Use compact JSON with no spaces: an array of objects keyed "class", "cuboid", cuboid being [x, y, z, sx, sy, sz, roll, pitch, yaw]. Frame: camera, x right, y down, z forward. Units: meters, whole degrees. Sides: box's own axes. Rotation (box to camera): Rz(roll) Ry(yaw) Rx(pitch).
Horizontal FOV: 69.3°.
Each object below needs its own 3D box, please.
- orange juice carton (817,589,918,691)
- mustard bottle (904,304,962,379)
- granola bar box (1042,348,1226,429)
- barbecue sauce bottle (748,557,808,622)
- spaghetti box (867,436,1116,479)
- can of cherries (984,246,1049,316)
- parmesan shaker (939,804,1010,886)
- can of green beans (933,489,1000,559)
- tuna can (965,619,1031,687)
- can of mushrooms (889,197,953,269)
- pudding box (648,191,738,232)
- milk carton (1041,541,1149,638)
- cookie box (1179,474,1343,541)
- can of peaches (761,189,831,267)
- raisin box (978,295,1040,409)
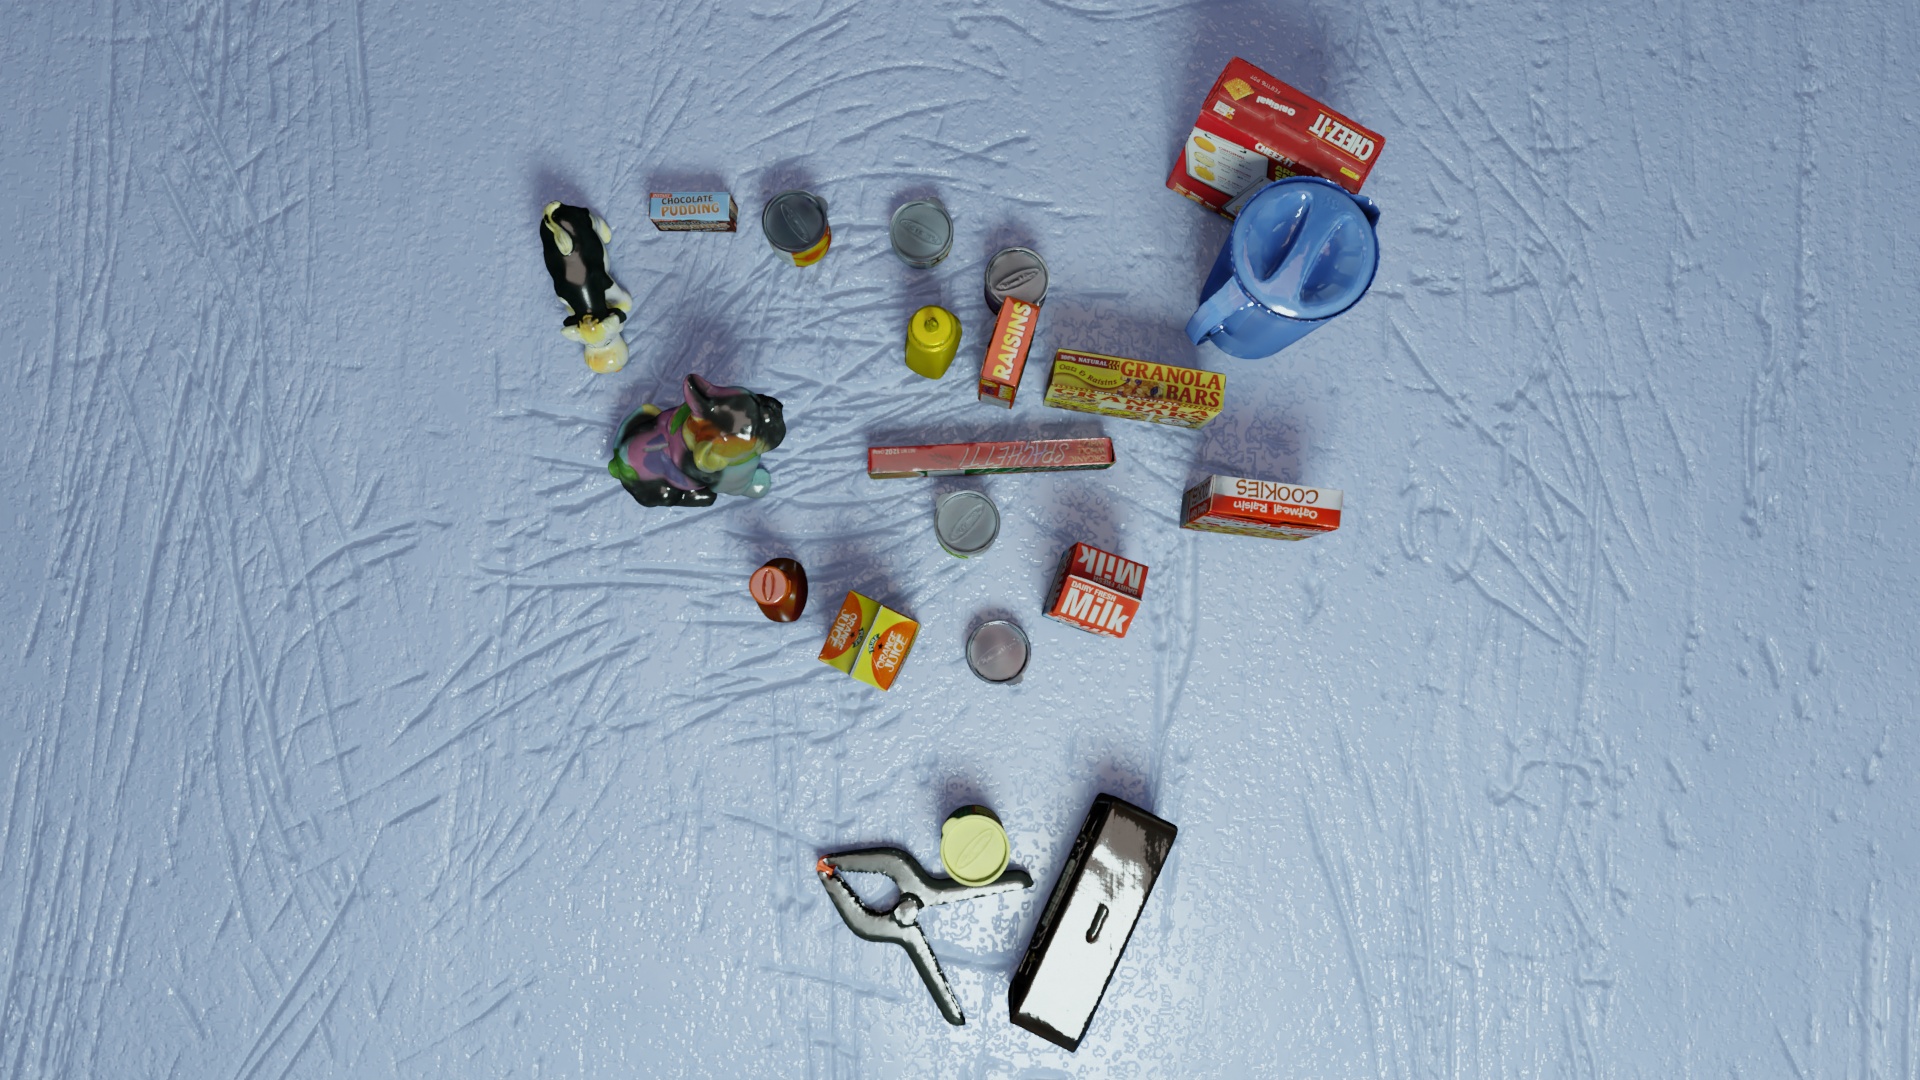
[{"class":"orange juice carton","cuboid":[-0.085,0.096,1.325,0.073,0.192,0.072,25,86,1]},{"class":"mustard bottle","cuboid":[-0.027,-0.202,1.368,0.049,0.160,0.065,24,86,1]},{"class":"granola bar box","cuboid":[0.170,-0.150,1.385,0.166,0.124,0.039,9,86,0]},{"class":"barbecue sauce bottle","cuboid":[-0.177,0.047,1.350,0.044,0.148,0.065,3,85,0]},{"class":"spaghetti box","cuboid":[0.031,-0.083,1.414,0.250,0.050,0.028,-3,85,-1]},{"class":"can of cherries","cuboid":[0.058,-0.259,1.426,0.071,0.058,0.071,0,85,-1]},{"class":"parmesan shaker","cuboid":[0.011,0.293,1.353,0.071,0.103,0.071,0,85,-1]},{"class":"can of green beans","cuboid":[0.006,-0.016,1.404,0.071,0.058,0.071,0,85,-1]},{"class":"tuna can","cuboid":[0.039,0.115,1.405,0.071,0.033,0.071,0,85,-1]},{"class":"can of mushrooms","cuboid":[-0.039,-0.319,1.442,0.071,0.033,0.071,0,85,-1]},{"class":"pudding box","cuboid":[-0.275,-0.339,1.433,0.084,0.049,0.030,1,85,-1]},{"class":"milk carton","cuboid":[0.129,0.049,1.333,0.072,0.190,0.073,19,86,1]},{"class":"cookie box","cuboid":[0.289,-0.028,1.354,0.123,0.167,0.040,7,86,0]},{"class":"can of peaches","cuboid":[-0.165,-0.321,1.429,0.071,0.058,0.071,0,85,-1]},{"class":"raisin box","cuboid":[0.047,-0.186,1.387,0.040,0.123,0.086,18,85,1]}]
